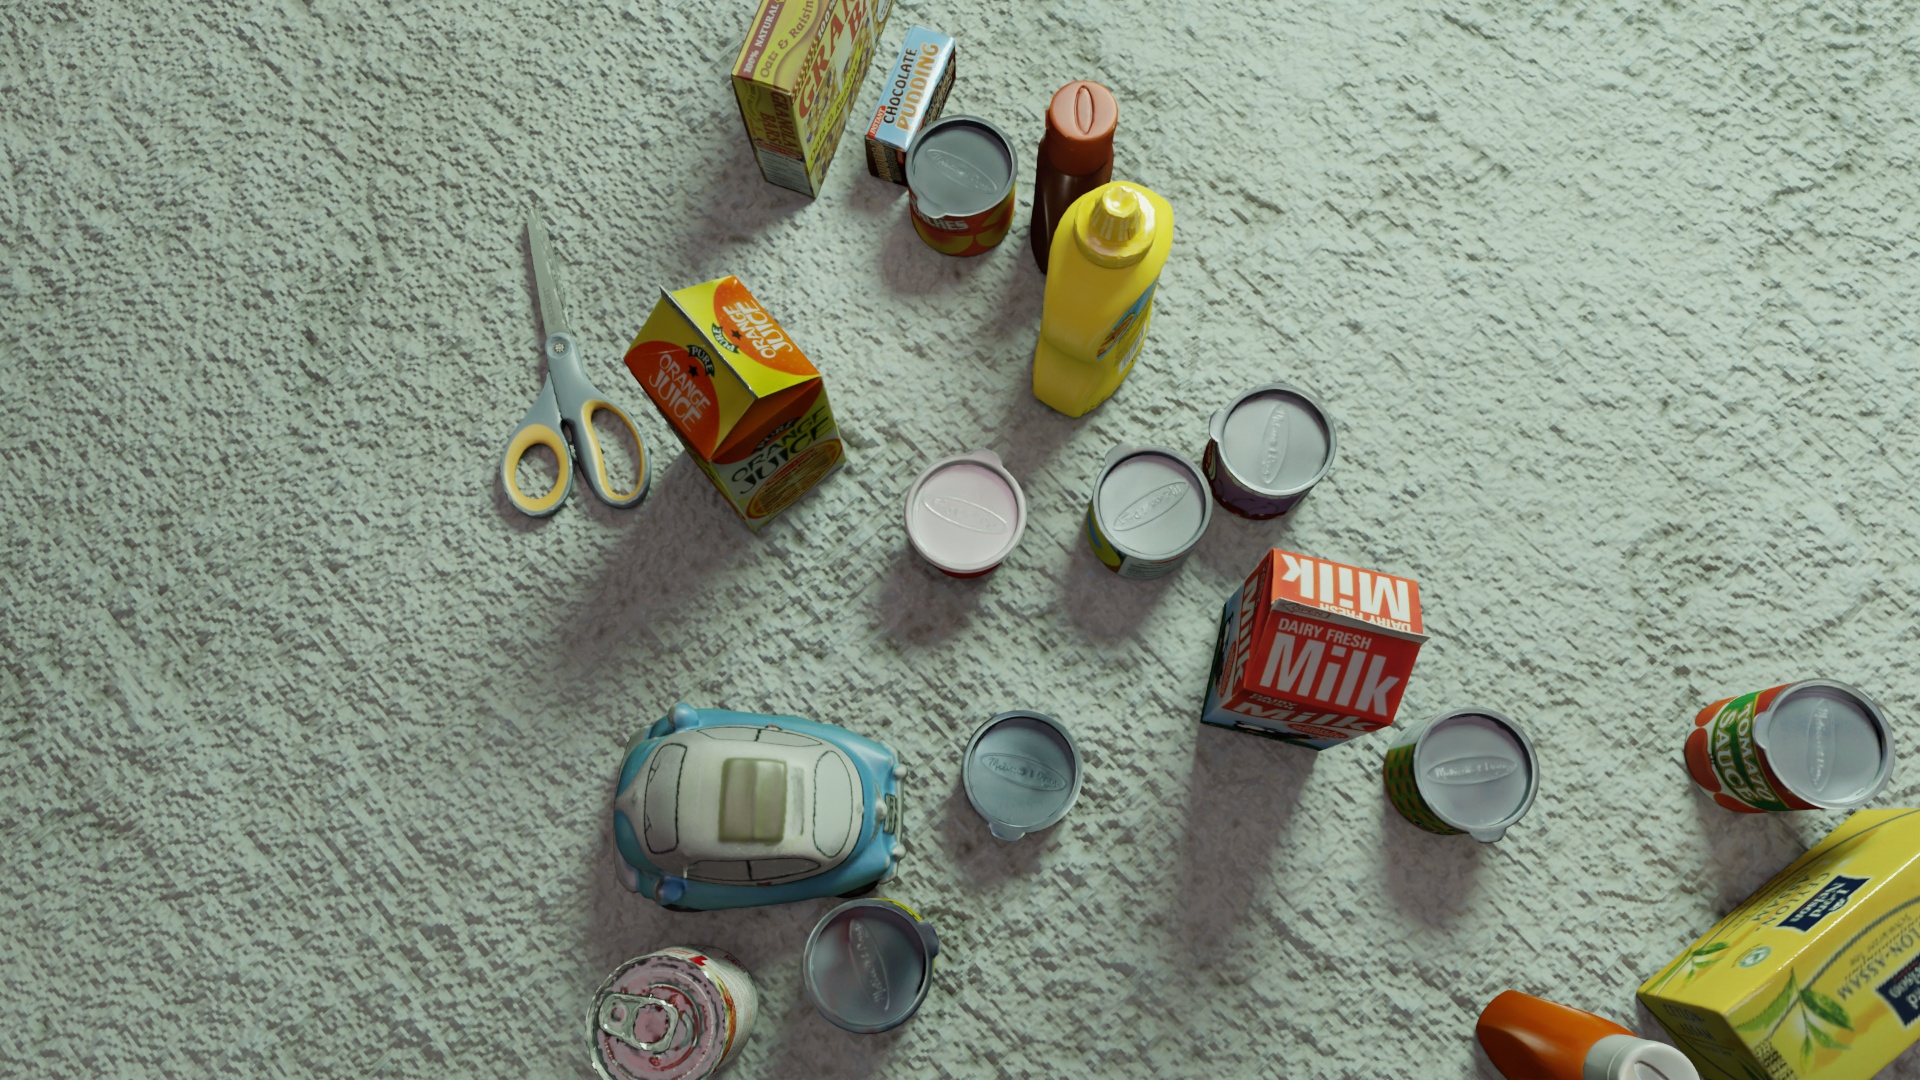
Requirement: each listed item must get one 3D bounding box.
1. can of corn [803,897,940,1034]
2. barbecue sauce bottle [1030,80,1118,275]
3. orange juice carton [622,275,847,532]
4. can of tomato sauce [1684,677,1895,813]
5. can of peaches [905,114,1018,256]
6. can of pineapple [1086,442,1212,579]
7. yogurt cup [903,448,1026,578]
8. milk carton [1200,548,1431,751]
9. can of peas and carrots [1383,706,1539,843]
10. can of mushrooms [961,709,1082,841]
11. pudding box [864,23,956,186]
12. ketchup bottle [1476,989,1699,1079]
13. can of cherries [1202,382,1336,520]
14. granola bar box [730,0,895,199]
[{"bbox_3d":[-0.044,0.221,0.732,0.071,0.058,0.071,0,76,1],"label":"can of corn"},{"bbox_3d":[0.064,-0.206,0.790,0.044,0.148,0.065,1,77,1],"label":"barbecue sauce bottle"},{"bbox_3d":[-0.117,-0.073,0.736,0.073,0.192,0.072,-39,79,-8],"label":"orange juice carton"},{"bbox_3d":[0.437,0.112,0.742,0.071,0.083,0.071,0,77,1],"label":"can of tomato sauce"},{"bbox_3d":[-0.001,-0.211,0.838,0.071,0.058,0.071,0,76,1],"label":"can of peaches"},{"bbox_3d":[0.105,-0.016,0.789,0.071,0.057,0.071,0,76,1],"label":"can of pineapple"},{"bbox_3d":[0.003,-0.010,0.790,0.072,0.054,0.072,0,76,1],"label":"yogurt cup"},{"bbox_3d":[0.175,0.056,0.702,0.072,0.190,0.073,13,77,4],"label":"milk carton"},{"bbox_3d":[0.270,0.128,0.752,0.071,0.058,0.071,0,76,1],"label":"can of peas and carrots"},{"bbox_3d":[0.033,0.130,0.766,0.071,0.033,0.071,0,76,1],"label":"can of mushrooms"},{"bbox_3d":[-0.031,-0.268,0.856,0.030,0.049,0.084,20,77,5],"label":"pudding box"},{"bbox_3d":[0.304,0.255,0.674,0.065,0.148,0.043,44,81,10],"label":"ketchup bottle"},{"bbox_3d":[0.173,-0.051,0.797,0.071,0.058,0.071,0,76,1],"label":"can of cherries"},{"bbox_3d":[-0.082,-0.308,0.829,0.039,0.124,0.166,18,77,5],"label":"granola bar box"}]
